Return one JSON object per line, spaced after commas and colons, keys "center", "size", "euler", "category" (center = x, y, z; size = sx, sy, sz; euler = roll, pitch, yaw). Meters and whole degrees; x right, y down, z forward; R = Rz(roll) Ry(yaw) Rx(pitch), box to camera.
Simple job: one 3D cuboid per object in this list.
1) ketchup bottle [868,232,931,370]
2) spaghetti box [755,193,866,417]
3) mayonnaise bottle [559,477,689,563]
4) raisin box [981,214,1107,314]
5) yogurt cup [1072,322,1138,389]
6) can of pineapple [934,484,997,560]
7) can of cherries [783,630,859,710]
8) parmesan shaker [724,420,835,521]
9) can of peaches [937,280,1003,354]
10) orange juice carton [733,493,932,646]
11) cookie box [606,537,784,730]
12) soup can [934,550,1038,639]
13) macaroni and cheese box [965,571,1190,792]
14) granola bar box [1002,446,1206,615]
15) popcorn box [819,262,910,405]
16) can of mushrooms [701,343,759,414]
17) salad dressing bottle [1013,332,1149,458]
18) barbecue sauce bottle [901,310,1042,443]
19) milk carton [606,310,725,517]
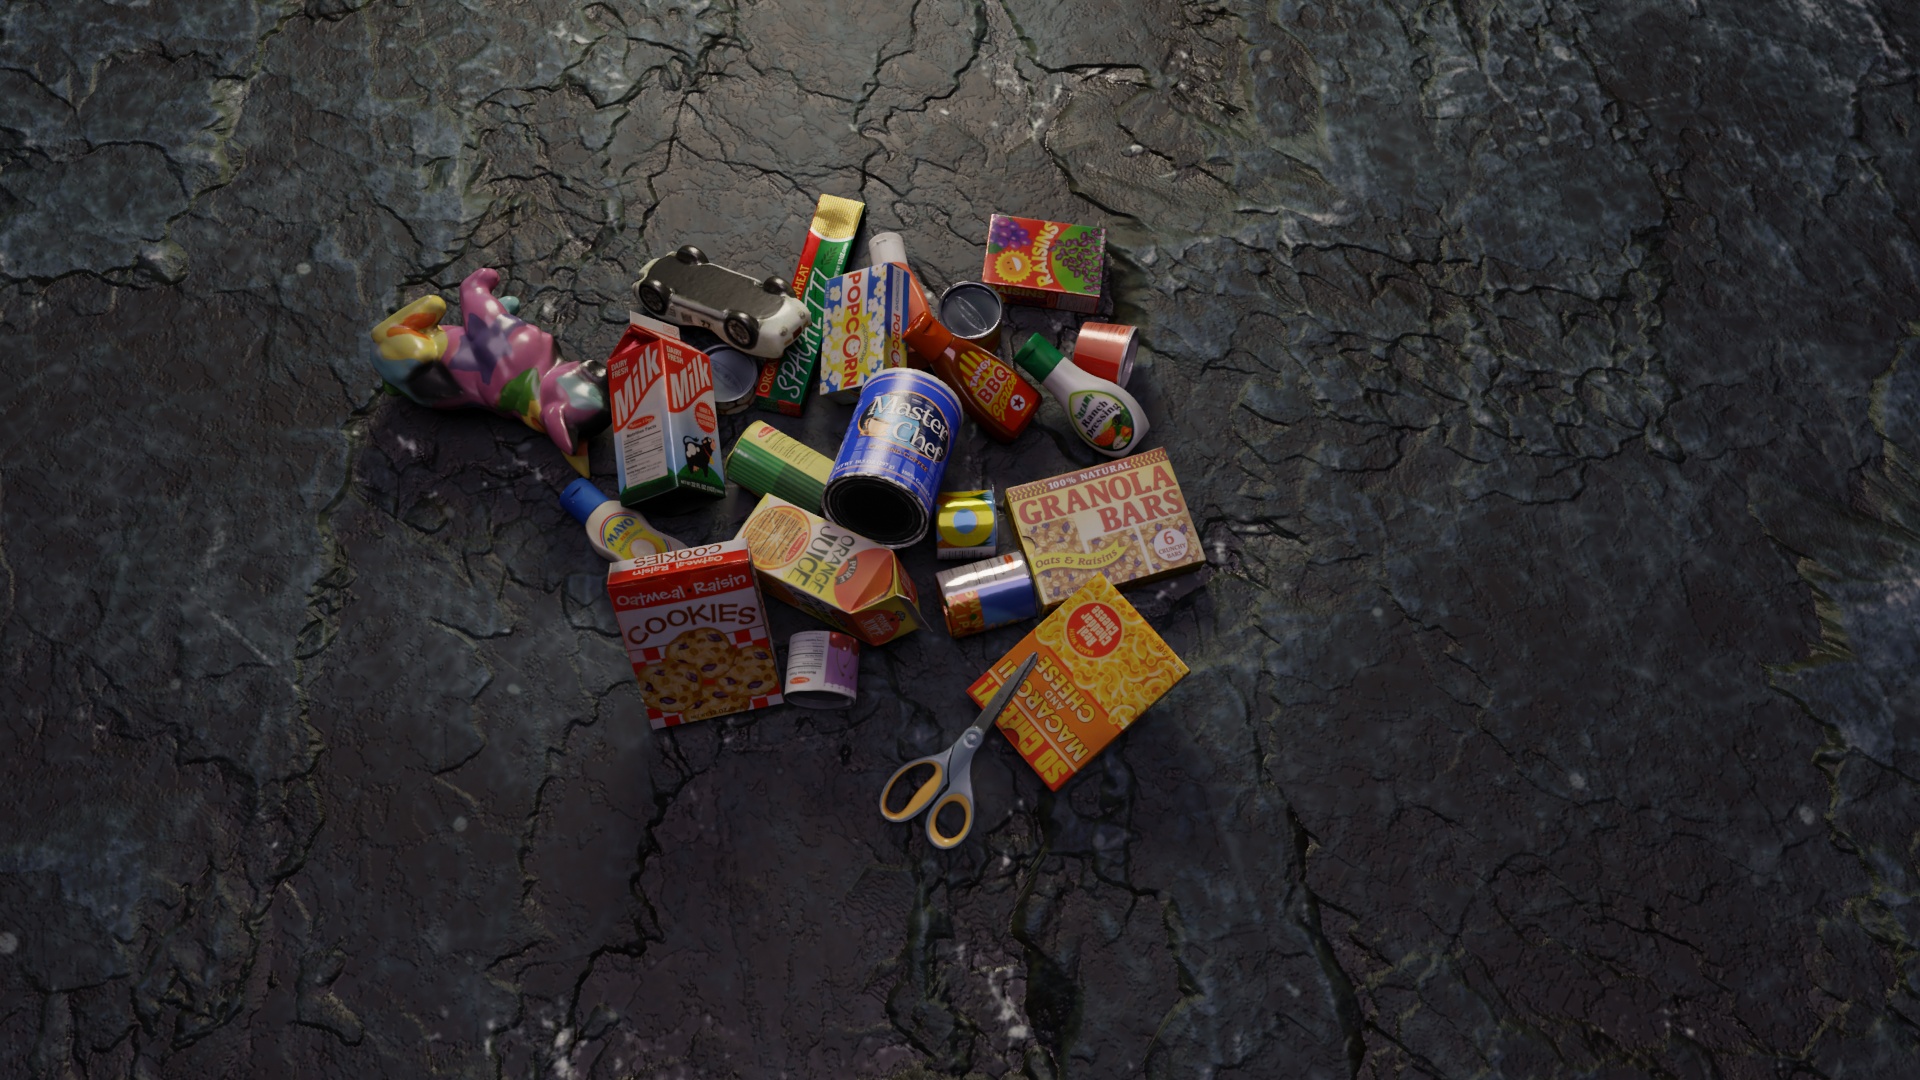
{"center": [-0.065, -0.245, 1.426], "size": [0.064, 0.043, 0.149], "euler": [-16, 69, 11], "category": "ketchup bottle"}
{"center": [-0.153, -0.245, 1.433], "size": [0.050, 0.028, 0.251], "euler": [13, 69, 4], "category": "spaghetti box"}
{"center": [-0.321, -0.002, 1.331], "size": [0.148, 0.041, 0.065], "euler": [39, 76, 12], "category": "mayonnaise bottle"}
{"center": [0.087, -0.289, 1.450], "size": [0.123, 0.040, 0.086], "euler": [7, 70, 0], "category": "raisin box"}
{"center": [0.145, -0.188, 1.401], "size": [0.054, 0.072, 0.072], "euler": [15, 70, 13], "category": "yogurt cup"}
{"center": [0.005, -0.017, 1.331], "size": [0.058, 0.070, 0.071], "euler": [-3, 70, -2], "category": "can of pineapple"}
{"center": [-0.126, 0.120, 1.279], "size": [0.071, 0.071, 0.058], "euler": [3, 68, 0], "category": "can of cherries"}
{"center": [-0.167, -0.062, 1.343], "size": [0.103, 0.071, 0.071], "euler": [30, 72, 9], "category": "parmesan shaker"}
{"center": [0.008, -0.220, 1.412], "size": [0.071, 0.058, 0.071], "euler": [0, 70, -1], "category": "can of peaches"}
{"center": [-0.113, 0.033, 1.278], "size": [0.193, 0.071, 0.073], "euler": [23, 70, 26], "category": "orange juice carton"}
{"center": [-0.233, 0.085, 1.239], "size": [0.123, 0.166, 0.040], "euler": [-11, 35, -5], "category": "cookie box"}
{"center": [0.025, 0.054, 1.307], "size": [0.084, 0.071, 0.071], "euler": [-15, 71, -6], "category": "soup can"}
{"center": [0.107, 0.129, 1.271], "size": [0.166, 0.040, 0.124], "euler": [-42, 76, 0], "category": "macaroni and cheese box"}
{"center": [0.138, -0.010, 1.346], "size": [0.166, 0.039, 0.124], "euler": [-15, 71, -7], "category": "granola bar box"}
{"center": [-0.095, -0.206, 1.383], "size": [0.085, 0.038, 0.127], "euler": [-7, 75, 36], "category": "popcorn box"}
{"center": [-0.238, -0.161, 1.397], "size": [0.071, 0.033, 0.071], "euler": [1, 70, -2], "category": "can of mushrooms"}
{"center": [0.119, -0.144, 1.375], "size": [0.147, 0.044, 0.064], "euler": [41, 114, 0], "category": "salad dressing bottle"}
{"center": [0.009, -0.164, 1.368], "size": [0.148, 0.043, 0.065], "euler": [40, 70, -15], "category": "barbecue sauce bottle"}
{"center": [-0.286, -0.126, 1.340], "size": [0.073, 0.072, 0.191], "euler": [-17, 74, 27], "category": "milk carton"}
